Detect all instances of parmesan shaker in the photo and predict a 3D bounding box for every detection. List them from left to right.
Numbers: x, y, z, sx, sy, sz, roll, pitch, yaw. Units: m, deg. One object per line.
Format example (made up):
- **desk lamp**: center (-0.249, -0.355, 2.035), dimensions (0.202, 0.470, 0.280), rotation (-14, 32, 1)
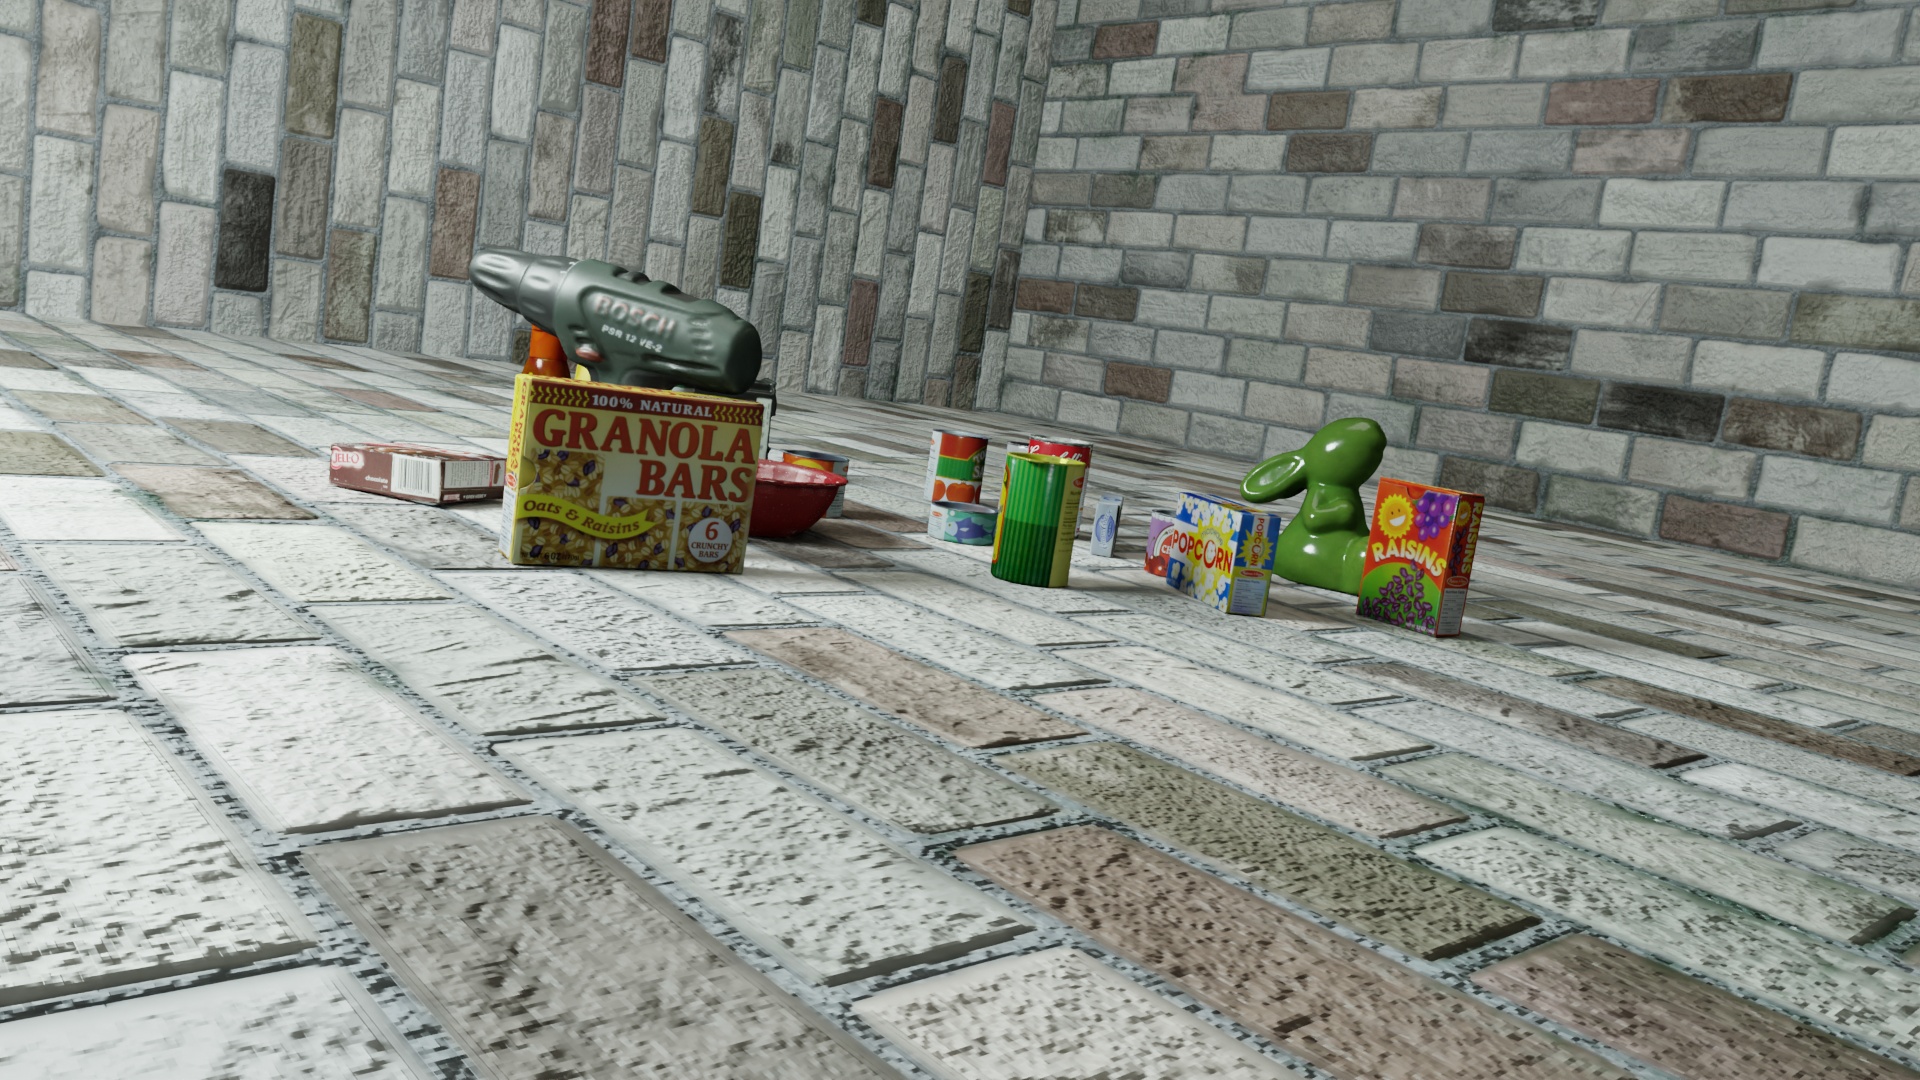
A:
- **parmesan shaker**: center (0.062, -0.017, 1.144), dimensions (0.071, 0.103, 0.071), rotation (8, 8, -1)

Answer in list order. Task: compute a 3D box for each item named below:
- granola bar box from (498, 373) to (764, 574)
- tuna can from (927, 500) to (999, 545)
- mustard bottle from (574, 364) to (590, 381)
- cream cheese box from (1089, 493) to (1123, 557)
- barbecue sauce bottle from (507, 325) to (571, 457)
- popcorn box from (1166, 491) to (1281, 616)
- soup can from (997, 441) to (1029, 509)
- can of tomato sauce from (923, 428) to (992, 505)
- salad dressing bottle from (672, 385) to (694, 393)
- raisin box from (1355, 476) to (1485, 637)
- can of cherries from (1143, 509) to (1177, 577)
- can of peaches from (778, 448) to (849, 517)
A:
- **granola bar box**: center (-0.224, -0.043, 0.957), dimensions (0.166, 0.124, 0.039), rotation (4, 9, -31)
- **tuna can**: center (0.005, -0.017, 1.331), dimensions (0.071, 0.032, 0.071), rotation (8, 8, -1)
- **mustard bottle**: center (-0.342, -0.130, 1.315), dimensions (0.049, 0.160, 0.065), rotation (9, 7, 3)
- **cream cheese box**: center (0.148, -0.016, 1.401), dimensions (0.024, 0.053, 0.104), rotation (9, 8, 7)
- **barbecue sauce bottle**: center (-0.416, -0.145, 1.388), dimensions (0.065, 0.148, 0.044), rotation (12, 8, 28)
- **popcorn box**: center (0.221, 0.009, 1.183), dimensions (0.038, 0.085, 0.127), rotation (6, 8, -16)
- **soup can**: center (0.082, -0.067, 1.581), dimensions (0.071, 0.083, 0.071), rotation (8, 8, -1)
- **can of tomato sauce**: center (-0.003, -0.084, 1.616), dimensions (0.071, 0.083, 0.071), rotation (8, 8, -1)
- **salad dressing bottle**: center (-0.265, -0.106, 1.269), dimensions (0.044, 0.147, 0.064), rotation (9, 7, 1)
- **raisin box**: center (0.394, 0.013, 1.196), dimensions (0.040, 0.123, 0.086), rotation (3, 9, -34)
- **can of cherries**: center (0.207, 0.005, 1.297), dimensions (0.071, 0.058, 0.071), rotation (8, 8, -1)
- **can of peaches**: center (-0.147, -0.056, 1.362), dimensions (0.071, 0.058, 0.071), rotation (8, 8, -1)
